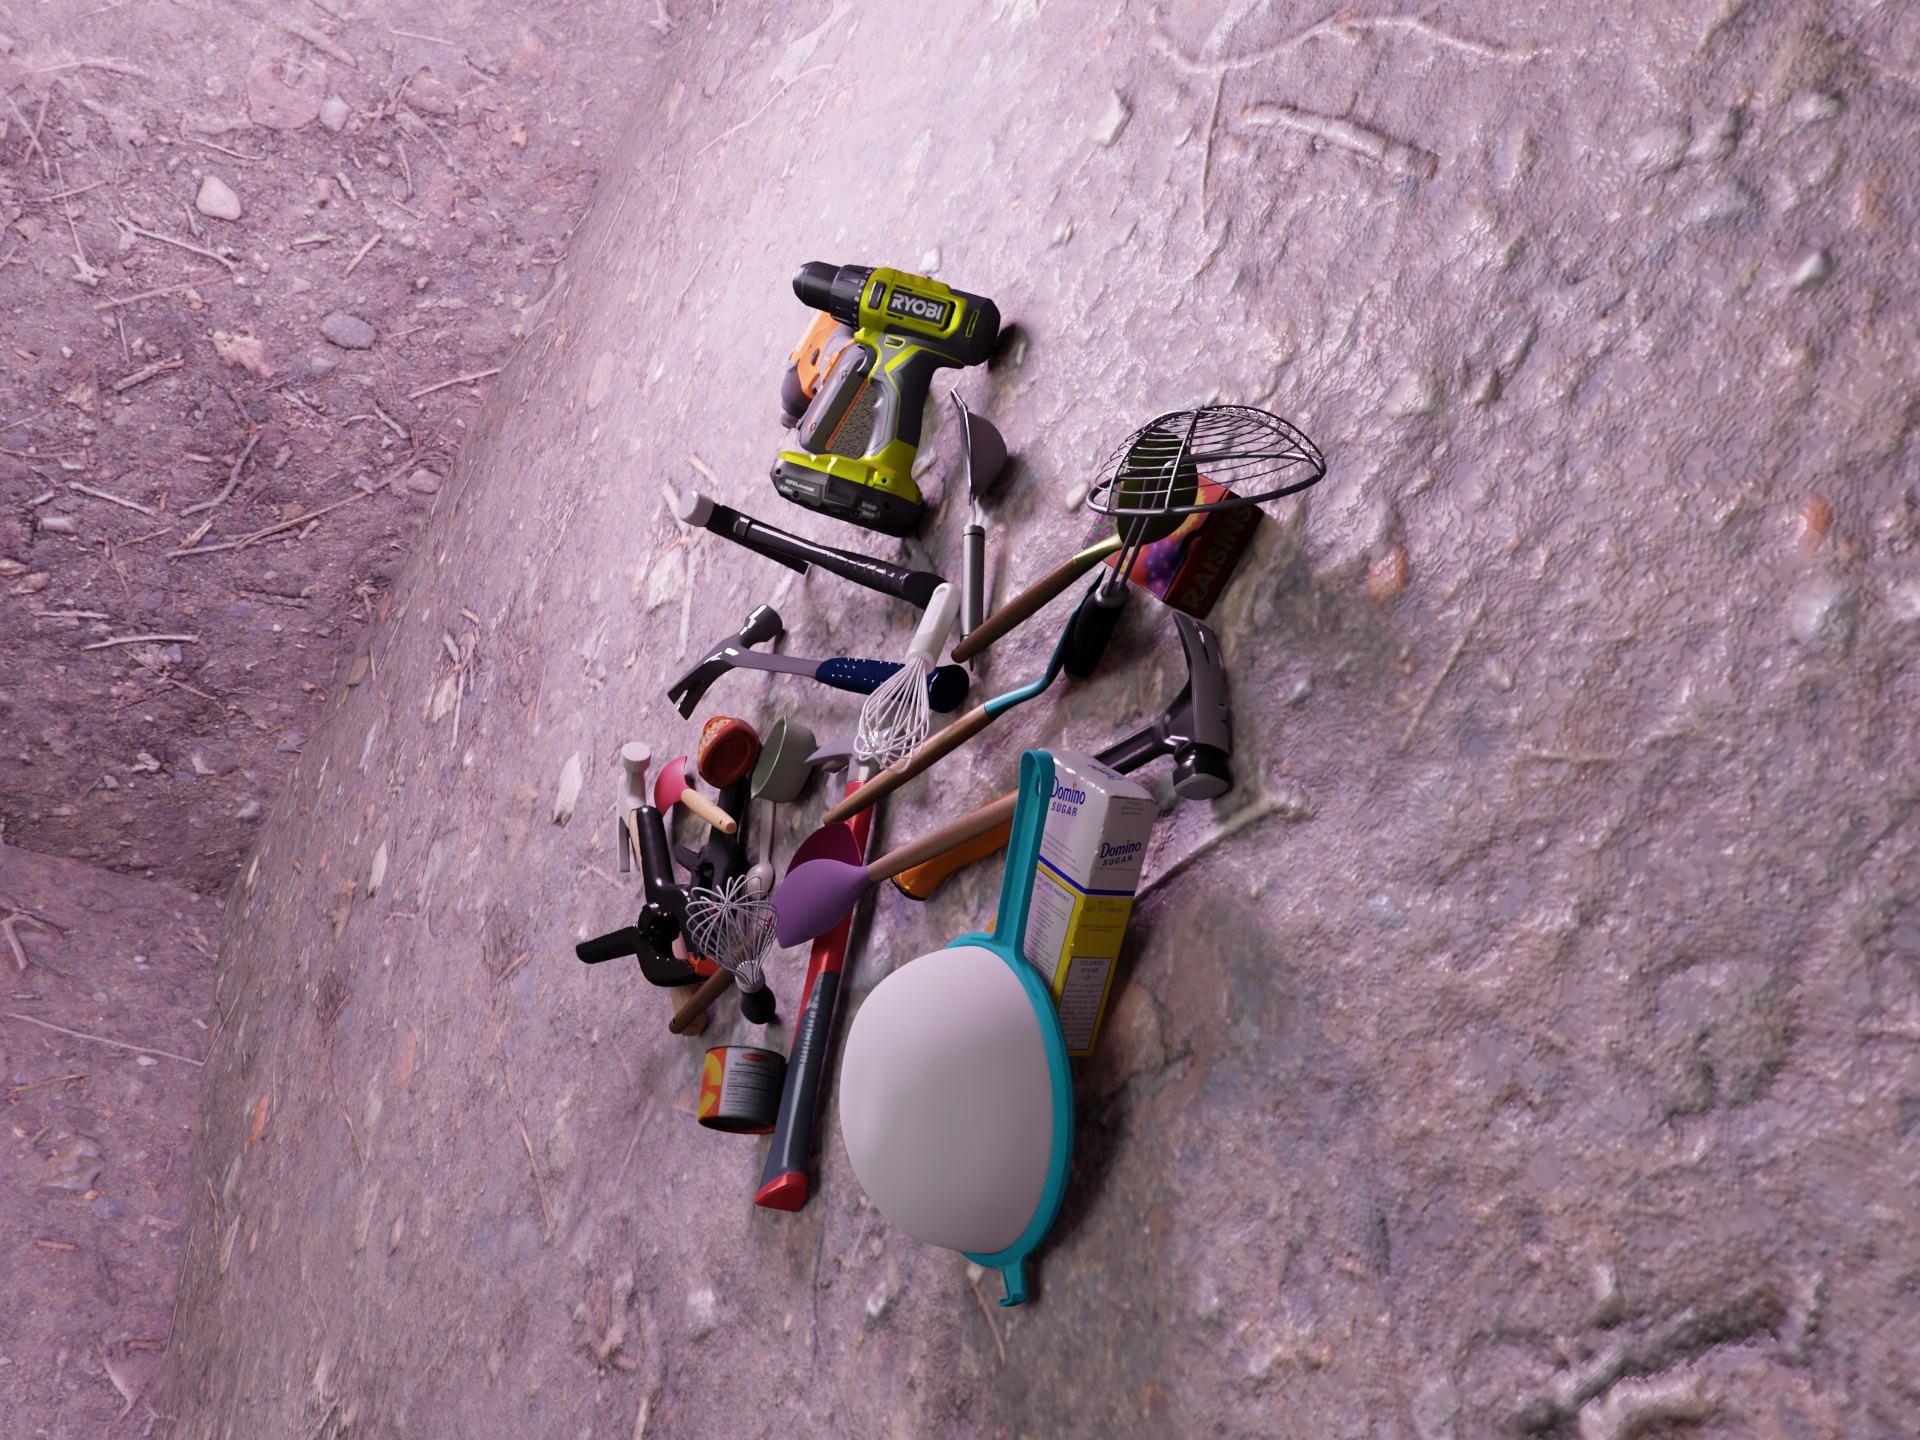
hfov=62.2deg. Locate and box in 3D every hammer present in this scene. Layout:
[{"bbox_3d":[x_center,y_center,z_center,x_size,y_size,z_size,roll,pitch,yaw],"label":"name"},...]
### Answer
[{"bbox_3d":[0.057,0.048,1.117,0.337,0.034,0.127,-33,46,44],"label":"hammer"},{"bbox_3d":[-0.118,-0.147,1.454,0.335,0.146,0.035,23,91,48],"label":"hammer"},{"bbox_3d":[-0.117,0.196,1.291,0.143,0.038,0.386,-16,58,54],"label":"hammer"},{"bbox_3d":[-0.129,-0.041,1.424,0.144,0.035,0.406,-44,28,-23],"label":"hammer"},{"bbox_3d":[-0.296,0.175,1.561,0.332,0.031,0.130,-117,32,-45],"label":"hammer"}]

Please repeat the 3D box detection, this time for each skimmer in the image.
[{"bbox_3d":[0.114,-0.080,0.968,0.363,0.127,0.090,107,145,-66],"label":"skimmer"}]

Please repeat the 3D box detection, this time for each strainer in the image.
[{"bbox_3d":[0.013,-0.160,1.312,0.086,0.050,0.259,93,179,-70],"label":"strainer"},{"bbox_3d":[-0.010,0.180,0.995,0.211,0.095,0.340,33,117,58],"label":"strainer"}]

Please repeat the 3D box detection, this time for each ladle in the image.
[{"bbox_3d":[-0.258,0.079,1.539,0.315,0.031,0.069,15,85,68],"label":"ladle"},{"bbox_3d":[0.063,-0.108,1.118,0.320,0.062,0.078,-34,23,55],"label":"ladle"}]

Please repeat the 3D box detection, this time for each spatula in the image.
[{"bbox_3d":[-0.002,-0.004,1.199,0.317,0.044,0.082,-35,10,30],"label":"spatula"},{"bbox_3d":[-0.048,0.103,1.179,0.316,0.018,0.060,-28,67,42],"label":"spatula"}]

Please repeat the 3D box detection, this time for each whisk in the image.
[{"bbox_3d":[-0.034,-0.041,1.227,0.058,0.059,0.246,-23,25,26],"label":"whisk"},{"bbox_3d":[-0.166,0.190,1.239,0.284,0.070,0.070,93,-179,-63],"label":"whisk"}]

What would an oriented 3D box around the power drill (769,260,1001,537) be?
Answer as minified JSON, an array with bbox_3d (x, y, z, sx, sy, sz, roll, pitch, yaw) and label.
[{"bbox_3d":[-0.087,-0.296,1.431,0.080,0.190,0.228,10,-82,-77],"label":"power drill"}]

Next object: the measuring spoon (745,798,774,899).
[{"bbox_3d":[-0.186,0.107,1.472,0.034,0.018,0.124,-36,42,42],"label":"measuring spoon"}]

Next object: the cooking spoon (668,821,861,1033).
[{"bbox_3d":[-0.168,0.184,1.327,0.318,0.017,0.069,-46,54,37],"label":"cooking spoon"}]

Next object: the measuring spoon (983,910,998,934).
[{"bbox_3d":[0.031,0.145,1.124,0.117,0.011,0.021,-54,37,16],"label":"measuring spoon"}]

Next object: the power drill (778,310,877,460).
[{"bbox_3d":[-0.125,-0.334,1.598,0.164,0.084,0.227,-55,29,21],"label":"power drill"}]

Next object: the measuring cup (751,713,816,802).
[{"bbox_3d":[-0.171,0.036,1.487,0.083,0.038,0.168,-69,16,-4],"label":"measuring cup"}]
